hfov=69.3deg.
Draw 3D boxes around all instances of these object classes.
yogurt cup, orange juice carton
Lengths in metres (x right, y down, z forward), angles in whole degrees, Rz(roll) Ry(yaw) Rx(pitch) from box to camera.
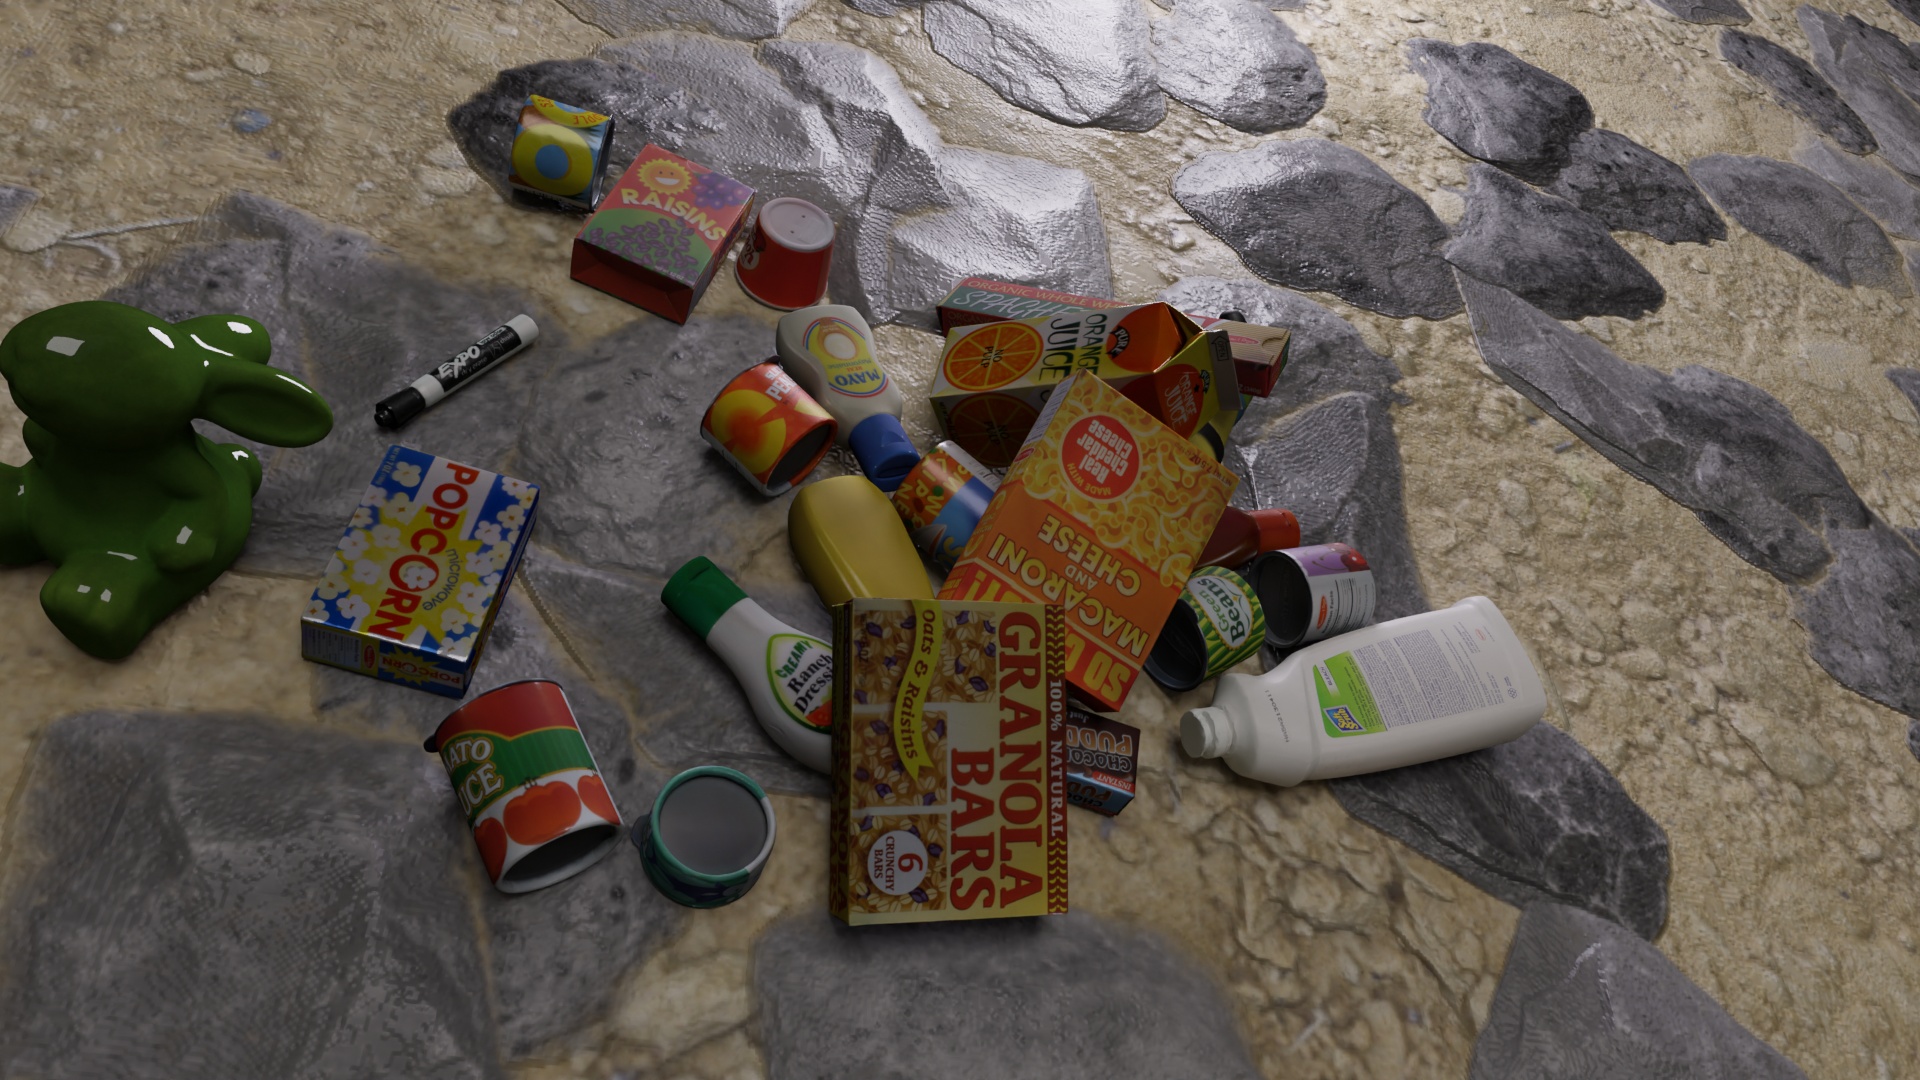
[{"bbox_3d":[-0.122,-0.205,0.985,0.072,0.053,0.073,12,51,-15],"label":"yogurt cup"},{"bbox_3d":[0.085,-0.102,0.914,0.192,0.071,0.073,-4,46,19],"label":"orange juice carton"}]

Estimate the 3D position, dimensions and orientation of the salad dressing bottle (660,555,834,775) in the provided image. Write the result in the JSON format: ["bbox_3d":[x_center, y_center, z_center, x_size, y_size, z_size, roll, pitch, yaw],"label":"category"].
[{"bbox_3d":[-0.105,0.069,0.782,0.148,0.043,0.064,40,51,11],"label":"salad dressing bottle"}]

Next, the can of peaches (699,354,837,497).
[{"bbox_3d":[-0.118,-0.071,0.869,0.058,0.071,0.071,44,50,12],"label":"can of peaches"}]

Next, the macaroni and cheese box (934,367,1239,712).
[{"bbox_3d":[0.077,0.001,0.830,0.123,0.040,0.167,34,73,-12],"label":"macaroni and cheese box"}]

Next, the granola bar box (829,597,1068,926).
[{"bbox_3d":[-0.006,0.116,0.742,0.124,0.039,0.165,3,82,-21],"label":"granola bar box"}]

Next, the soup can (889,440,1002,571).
[{"bbox_3d":[0.003,-0.011,0.878,0.084,0.071,0.072,39,49,11],"label":"soup can"}]

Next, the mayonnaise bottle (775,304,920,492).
[{"bbox_3d":[-0.070,-0.095,0.916,0.065,0.041,0.148,-12,52,-24],"label":"mayonnaise bottle"}]

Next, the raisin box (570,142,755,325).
[{"bbox_3d":[-0.206,-0.216,0.968,0.086,0.039,0.124,23,48,-4],"label":"raisin box"}]

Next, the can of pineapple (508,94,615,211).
[{"bbox_3d":[-0.275,-0.270,0.961,0.058,0.070,0.071,14,50,-12],"label":"can of pineapple"}]

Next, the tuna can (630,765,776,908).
[{"bbox_3d":[-0.132,0.151,0.713,0.071,0.032,0.071,12,50,-15],"label":"tuna can"}]

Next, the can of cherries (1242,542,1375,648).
[{"bbox_3d":[0.234,0.035,0.938,0.058,0.071,0.072,-7,57,-27],"label":"can of cherries"}]

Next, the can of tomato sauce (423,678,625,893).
[{"bbox_3d":[-0.213,0.121,0.680,0.071,0.070,0.083,-17,63,-32],"label":"can of tomato sauce"}]

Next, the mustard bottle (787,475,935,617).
[{"bbox_3d":[-0.048,0.035,0.829,0.065,0.048,0.161,-12,60,-33],"label":"mustard bottle"}]

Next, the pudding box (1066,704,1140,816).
[{"bbox_3d":[0.061,0.125,0.816,0.084,0.030,0.050,20,50,-7],"label":"pudding box"}]

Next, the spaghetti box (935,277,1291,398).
[{"bbox_3d":[0.104,-0.146,0.981,0.250,0.028,0.050,14,42,23],"label":"spaghetti box"}]

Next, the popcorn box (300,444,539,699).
[{"bbox_3d":[-0.289,0.014,0.751,0.085,0.038,0.127,17,49,-10],"label":"popcorn box"}]

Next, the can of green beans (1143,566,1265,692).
[{"bbox_3d":[0.151,0.055,0.885,0.058,0.071,0.071,-22,65,-35],"label":"can of green beans"}]

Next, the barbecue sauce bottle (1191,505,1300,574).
[{"bbox_3d":[0.164,0.000,0.950,0.149,0.043,0.065,-5,56,-27],"label":"barbecue sauce bottle"}]
